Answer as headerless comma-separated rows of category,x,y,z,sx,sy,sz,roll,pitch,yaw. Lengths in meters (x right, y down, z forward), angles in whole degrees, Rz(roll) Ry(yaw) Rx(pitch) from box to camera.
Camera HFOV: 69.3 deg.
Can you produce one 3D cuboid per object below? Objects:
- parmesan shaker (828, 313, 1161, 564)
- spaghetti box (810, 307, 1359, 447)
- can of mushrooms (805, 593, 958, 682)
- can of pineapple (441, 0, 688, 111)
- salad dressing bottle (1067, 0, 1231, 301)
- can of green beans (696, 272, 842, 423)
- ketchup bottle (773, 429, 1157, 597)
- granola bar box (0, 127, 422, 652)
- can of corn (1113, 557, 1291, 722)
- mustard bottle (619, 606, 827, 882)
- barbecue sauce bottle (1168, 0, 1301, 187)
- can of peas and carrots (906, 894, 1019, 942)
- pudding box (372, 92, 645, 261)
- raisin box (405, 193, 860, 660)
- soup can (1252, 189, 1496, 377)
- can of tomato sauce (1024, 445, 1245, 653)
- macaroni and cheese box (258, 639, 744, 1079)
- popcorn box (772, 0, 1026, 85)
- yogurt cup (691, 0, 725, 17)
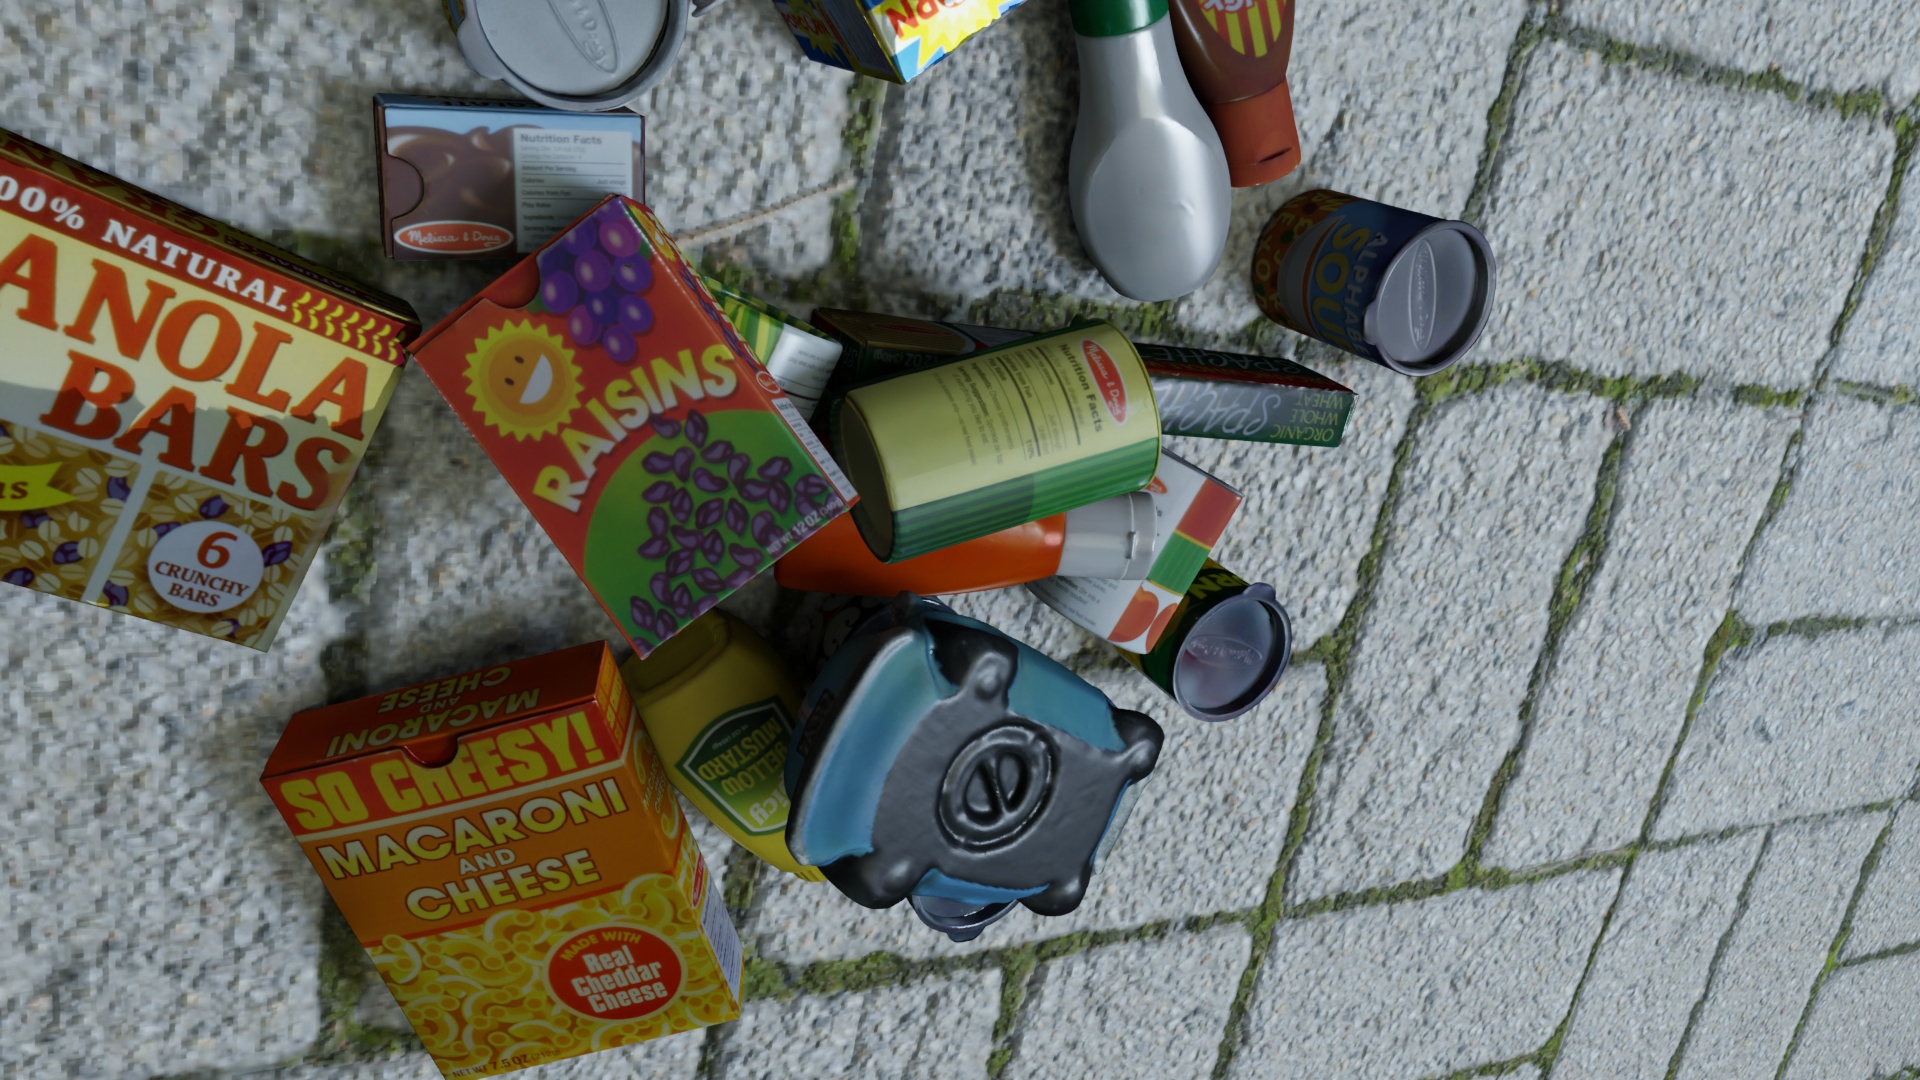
parmesan shaker,0.010,-0.038,0.502,0.103,0.071,0.071,-17,119,-18
spaghetti box,0.059,-0.067,0.586,0.250,0.050,0.028,2,113,-29
can of mushrooms,-0.032,0.051,0.598,0.071,0.033,0.070,-12,117,-24
can of pineapple,-0.127,-0.170,0.433,0.071,0.058,0.070,-11,116,-24
salad dressing bottle,0.068,-0.167,0.539,0.064,0.044,0.147,-14,126,3
can of green beans,-0.084,-0.058,0.501,0.071,0.071,0.057,20,100,-34
ketchup bottle,0.002,-0.007,0.553,0.149,0.043,0.064,5,104,-6
granola bar box,-0.270,-0.048,0.421,0.165,0.039,0.124,23,99,-34
can of corn,0.114,0.041,0.658,0.071,0.058,0.071,-11,117,-24
mustard bottle,-0.078,0.100,0.585,0.065,0.049,0.159,-35,124,-4
barbecue sauce bottle,0.104,-0.215,0.547,0.065,0.044,0.148,-26,122,-9
can of peas and carrots,-0.005,0.137,0.636,0.071,0.059,0.070,-12,117,-23
pudding box,-0.149,-0.120,0.460,0.084,0.030,0.049,-7,116,-26
raisin box,-0.104,-0.037,0.451,0.086,0.040,0.123,-35,94,7
soup can,0.176,-0.114,0.608,0.071,0.084,0.071,-11,116,-24
can of tomato sauce,0.077,-0.001,0.615,0.071,0.071,0.083,24,100,-34
macaroni and cheese box,-0.166,0.128,0.531,0.124,0.040,0.165,-14,120,2
popcorn box,0.004,-0.208,0.471,0.127,0.085,0.038,-38,125,-9
yogurt cup,-0.072,-0.211,0.443,0.072,0.072,0.053,-39,116,-8
